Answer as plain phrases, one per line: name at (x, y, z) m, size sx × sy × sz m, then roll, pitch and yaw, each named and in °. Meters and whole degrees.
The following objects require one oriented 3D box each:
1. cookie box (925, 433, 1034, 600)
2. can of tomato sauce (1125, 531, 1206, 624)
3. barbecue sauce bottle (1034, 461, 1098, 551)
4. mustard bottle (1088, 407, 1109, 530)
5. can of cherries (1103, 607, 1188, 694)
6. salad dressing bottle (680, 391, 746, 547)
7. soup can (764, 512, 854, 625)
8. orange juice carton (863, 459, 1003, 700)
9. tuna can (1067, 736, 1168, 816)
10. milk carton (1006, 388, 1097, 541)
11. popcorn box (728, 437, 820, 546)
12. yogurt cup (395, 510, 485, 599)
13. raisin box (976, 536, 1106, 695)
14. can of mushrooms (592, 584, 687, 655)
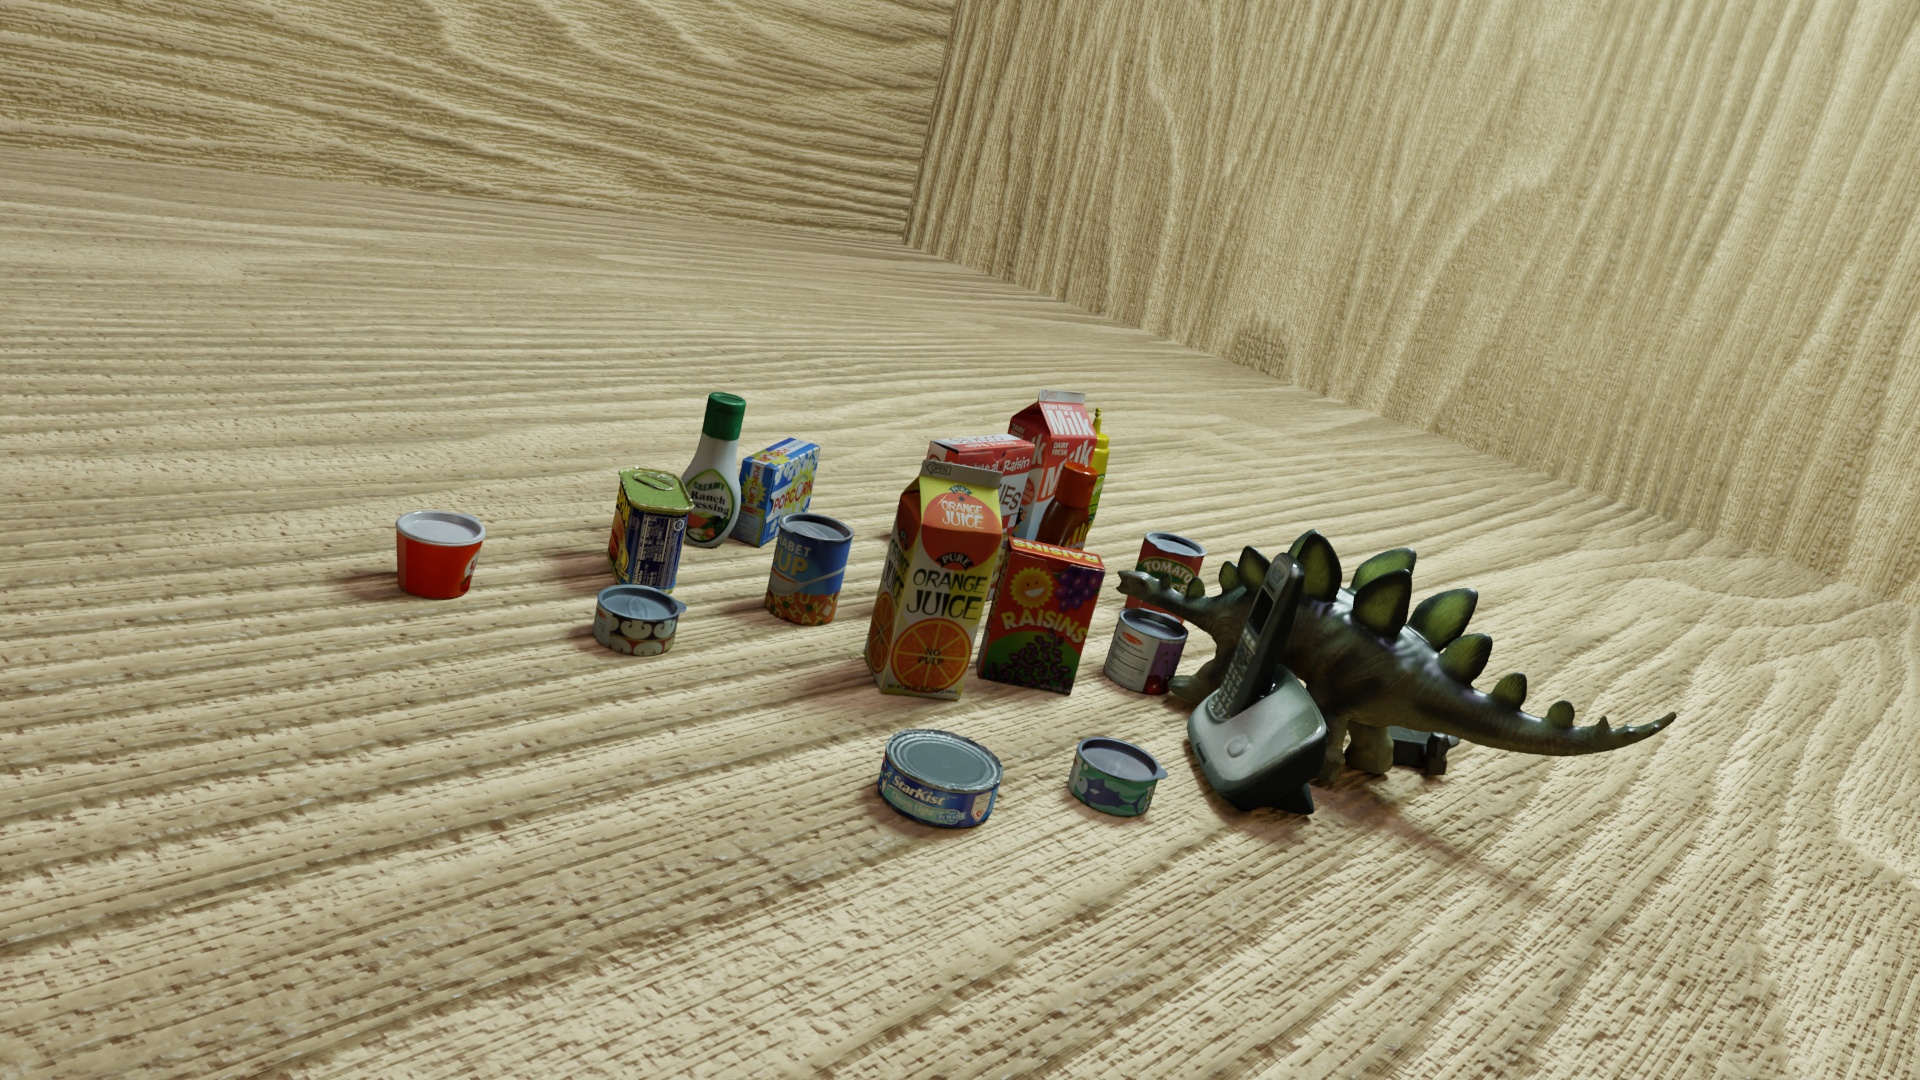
cookie box at (0.005, -0.017, 1.337) m, size 0.040 × 0.166 × 0.123 m, roll 26°, pitch 21°, yaw 32°
can of tomato sauce at (0.214, 0.041, 1.458) m, size 0.071 × 0.082 × 0.071 m, roll 13°, pitch 18°, yaw -4°
barbecue sauce bottle at (0.103, -0.005, 1.406) m, size 0.044 × 0.148 × 0.065 m, roll 25°, pitch 21°, yaw 31°
mustard bottle at (0.144, -0.079, 1.642) m, size 0.049 × 0.159 × 0.065 m, roll 23°, pitch 19°, yaw 25°
can of cherries at (0.173, 0.102, 1.284) m, size 0.071 × 0.058 × 0.072 m, roll 13°, pitch 18°, yaw -4°
salad dressing bottle at (-0.239, -0.068, 1.340) m, size 0.064 × 0.147 × 0.044 m, roll 11°, pitch 18°, yaw -10°
soup can at (-0.138, 0.025, 1.239) m, size 0.071 × 0.083 × 0.071 m, roll 13°, pitch 18°, yaw -4°
orange juice carton at (-0.020, 0.028, 1.143) m, size 0.072 × 0.192 × 0.073 m, roll 8°, pitch 18°, yaw -19°
tuna can at (0.119, 0.179, 1.052) m, size 0.071 × 0.032 × 0.071 m, roll 13°, pitch 18°, yaw -4°
milk carton at (0.091, -0.075, 1.541) m, size 0.072 × 0.189 × 0.073 m, roll -1°, pitch 23°, yaw -40°
popcorn box at (-0.190, -0.052, 1.428) m, size 0.038 × 0.085 × 0.127 m, roll 18°, pitch 18°, yaw 11°
yogurt cup at (-0.419, 0.012, 1.113) m, size 0.072 × 0.053 × 0.072 m, roll 13°, pitch 18°, yaw -4°
raisin box at (0.068, 0.066, 1.209) m, size 0.086 × 0.123 × 0.040 m, roll 12°, pitch 17°, yaw -7°
can of mushrooms at (-0.257, 0.064, 1.113) m, size 0.071 × 0.033 × 0.071 m, roll 13°, pitch 18°, yaw -4°
